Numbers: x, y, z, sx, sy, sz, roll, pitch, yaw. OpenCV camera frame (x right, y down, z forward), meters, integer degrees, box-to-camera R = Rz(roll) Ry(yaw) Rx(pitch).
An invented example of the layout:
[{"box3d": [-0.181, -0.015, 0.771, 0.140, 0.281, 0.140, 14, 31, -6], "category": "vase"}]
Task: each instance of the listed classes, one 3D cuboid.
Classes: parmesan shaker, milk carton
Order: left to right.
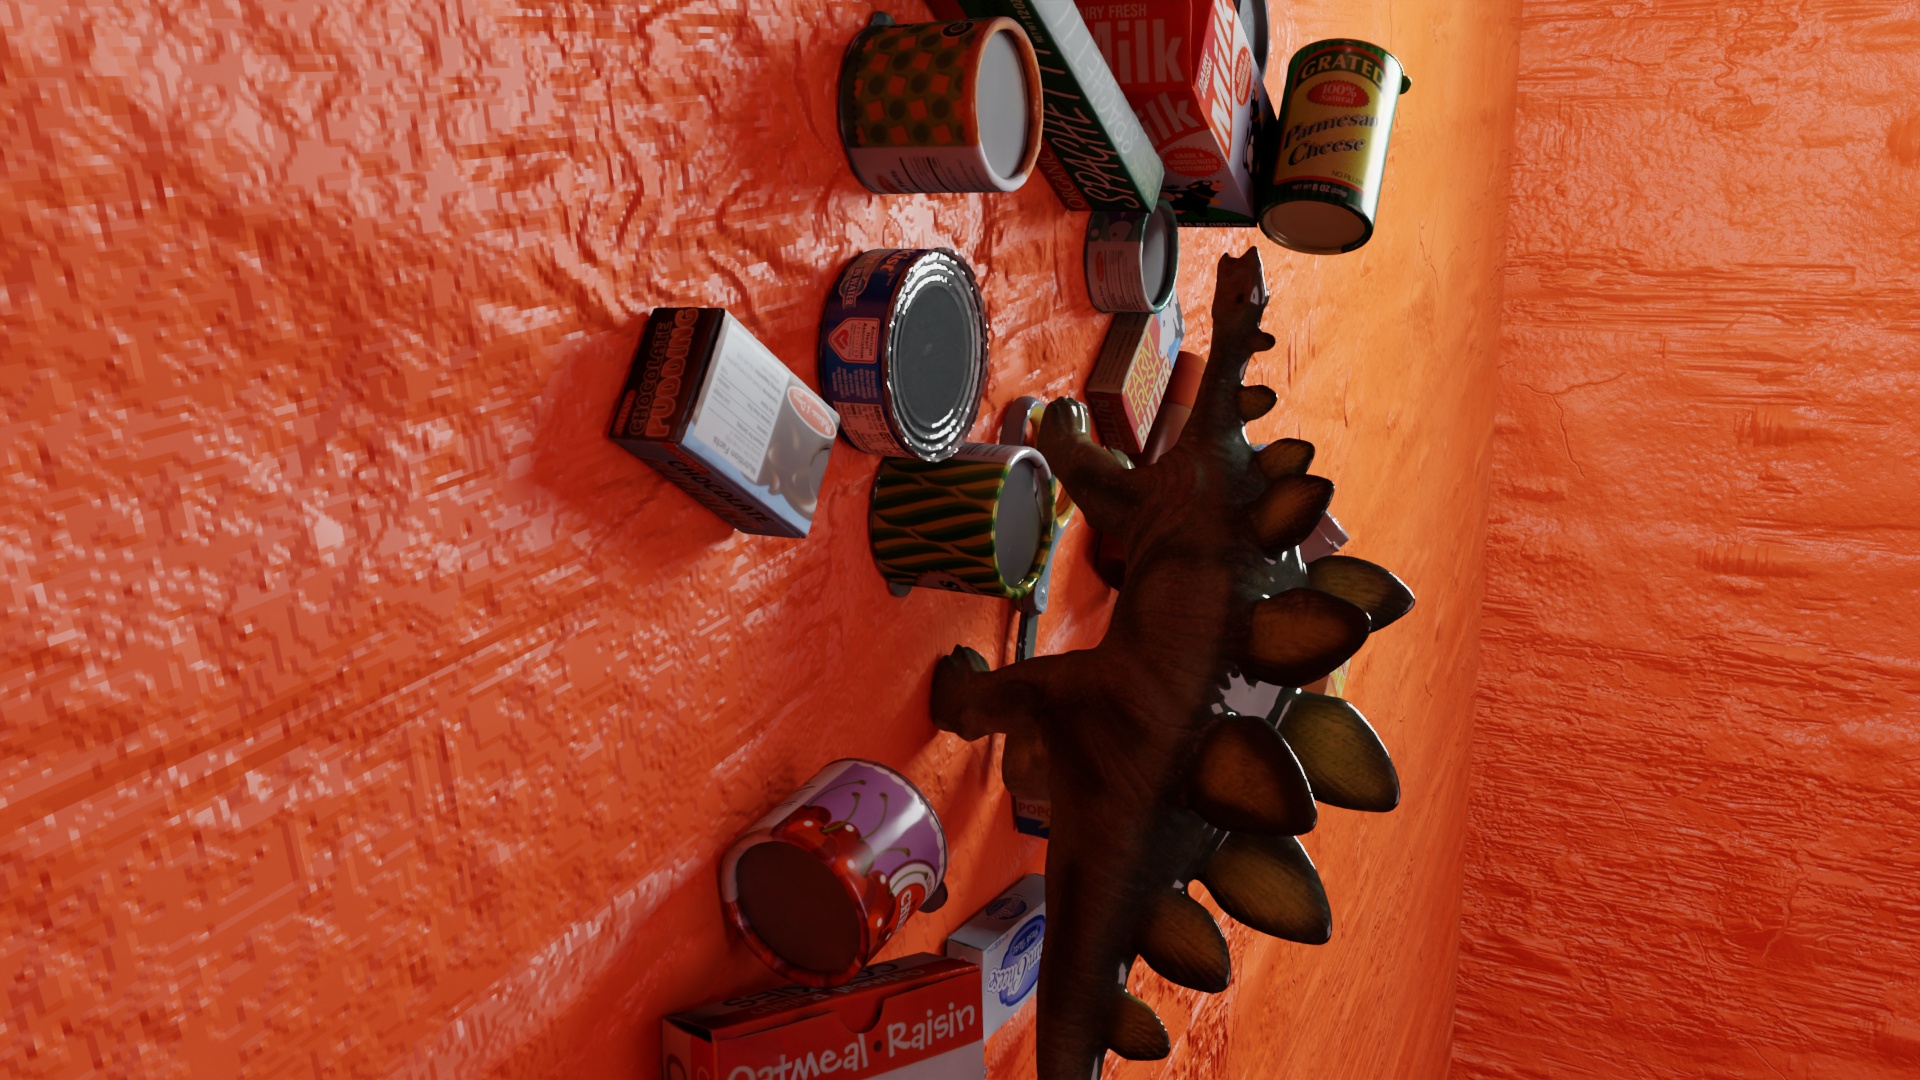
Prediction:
[{"box3d": [0.112, -0.244, 0.748, 0.190, 0.072, 0.073, 33, 67, -60], "category": "milk carton"}, {"box3d": [0.215, -0.224, 0.796, 0.071, 0.071, 0.103, 39, 61, -59], "category": "parmesan shaker"}]

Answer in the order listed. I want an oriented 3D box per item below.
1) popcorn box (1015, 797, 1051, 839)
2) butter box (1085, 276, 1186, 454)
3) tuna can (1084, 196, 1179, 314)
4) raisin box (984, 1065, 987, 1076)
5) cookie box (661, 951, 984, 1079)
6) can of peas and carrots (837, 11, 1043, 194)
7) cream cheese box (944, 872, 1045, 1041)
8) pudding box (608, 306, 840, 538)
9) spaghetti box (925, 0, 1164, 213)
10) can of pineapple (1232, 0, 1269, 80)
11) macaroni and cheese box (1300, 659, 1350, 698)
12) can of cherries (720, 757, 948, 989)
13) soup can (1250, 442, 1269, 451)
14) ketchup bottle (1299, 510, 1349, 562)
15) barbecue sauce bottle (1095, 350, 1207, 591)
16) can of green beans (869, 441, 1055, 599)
[{"box3d": [0.094, 0.126, 0.778, 0.127, 0.085, 0.038, -35, 127, -57], "category": "popcorn box"}, {"box3d": [0.104, -0.106, 0.816, 0.104, 0.024, 0.053, -67, 148, -31], "category": "butter box"}, {"box3d": [0.098, -0.162, 0.782, 0.071, 0.033, 0.071, -23, 117, -59], "category": "tuna can"}, {"box3d": [-0.037, 0.261, 0.601, 0.123, 0.040, 0.086, 46, 56, -58], "category": "raisin box"}, {"box3d": [-0.045, 0.248, 0.510, 0.123, 0.040, 0.167, 1, 86, -42], "category": "cookie box"}, {"box3d": [-0.006, -0.173, 0.546, 0.071, 0.059, 0.070, -24, 117, -60], "category": "can of peas and carrots"}, {"box3d": [0.024, 0.217, 0.727, 0.104, 0.024, 0.053, -14, 109, -61], "category": "cream cheese box"}, {"box3d": [-0.076, -0.038, 0.468, 0.083, 0.030, 0.050, 42, 57, -58], "category": "pudding box"}, {"box3d": [0.033, -0.218, 0.623, 0.249, 0.050, 0.029, 35, 66, -60], "category": "spaghetti box"}, {"box3d": [0.146, -0.298, 0.818, 0.071, 0.058, 0.070, -22, 115, -60], "category": "can of pineapple"}, {"box3d": [0.181, 0.090, 0.899, 0.167, 0.123, 0.040, -65, 145, -32], "category": "macaroni and cheese box"}, {"box3d": [-0.045, 0.125, 0.520, 0.058, 0.071, 0.071, -33, 125, -57], "category": "can of cherries"}, {"box3d": [0.173, -0.034, 0.900, 0.071, 0.084, 0.071, -22, 115, -60], "category": "soup can"}, {"box3d": [0.169, 0.032, 0.852, 0.064, 0.148, 0.044, 33, 21, -50], "category": "ketchup bottle"}, {"box3d": [0.120, -0.043, 0.840, 0.064, 0.043, 0.149, 50, 52, -56], "category": "barbecue sauce bottle"}, {"box3d": [0.002, -0.010, 0.598, 0.071, 0.058, 0.071, -23, 116, -60], "category": "can of green beans"}]
